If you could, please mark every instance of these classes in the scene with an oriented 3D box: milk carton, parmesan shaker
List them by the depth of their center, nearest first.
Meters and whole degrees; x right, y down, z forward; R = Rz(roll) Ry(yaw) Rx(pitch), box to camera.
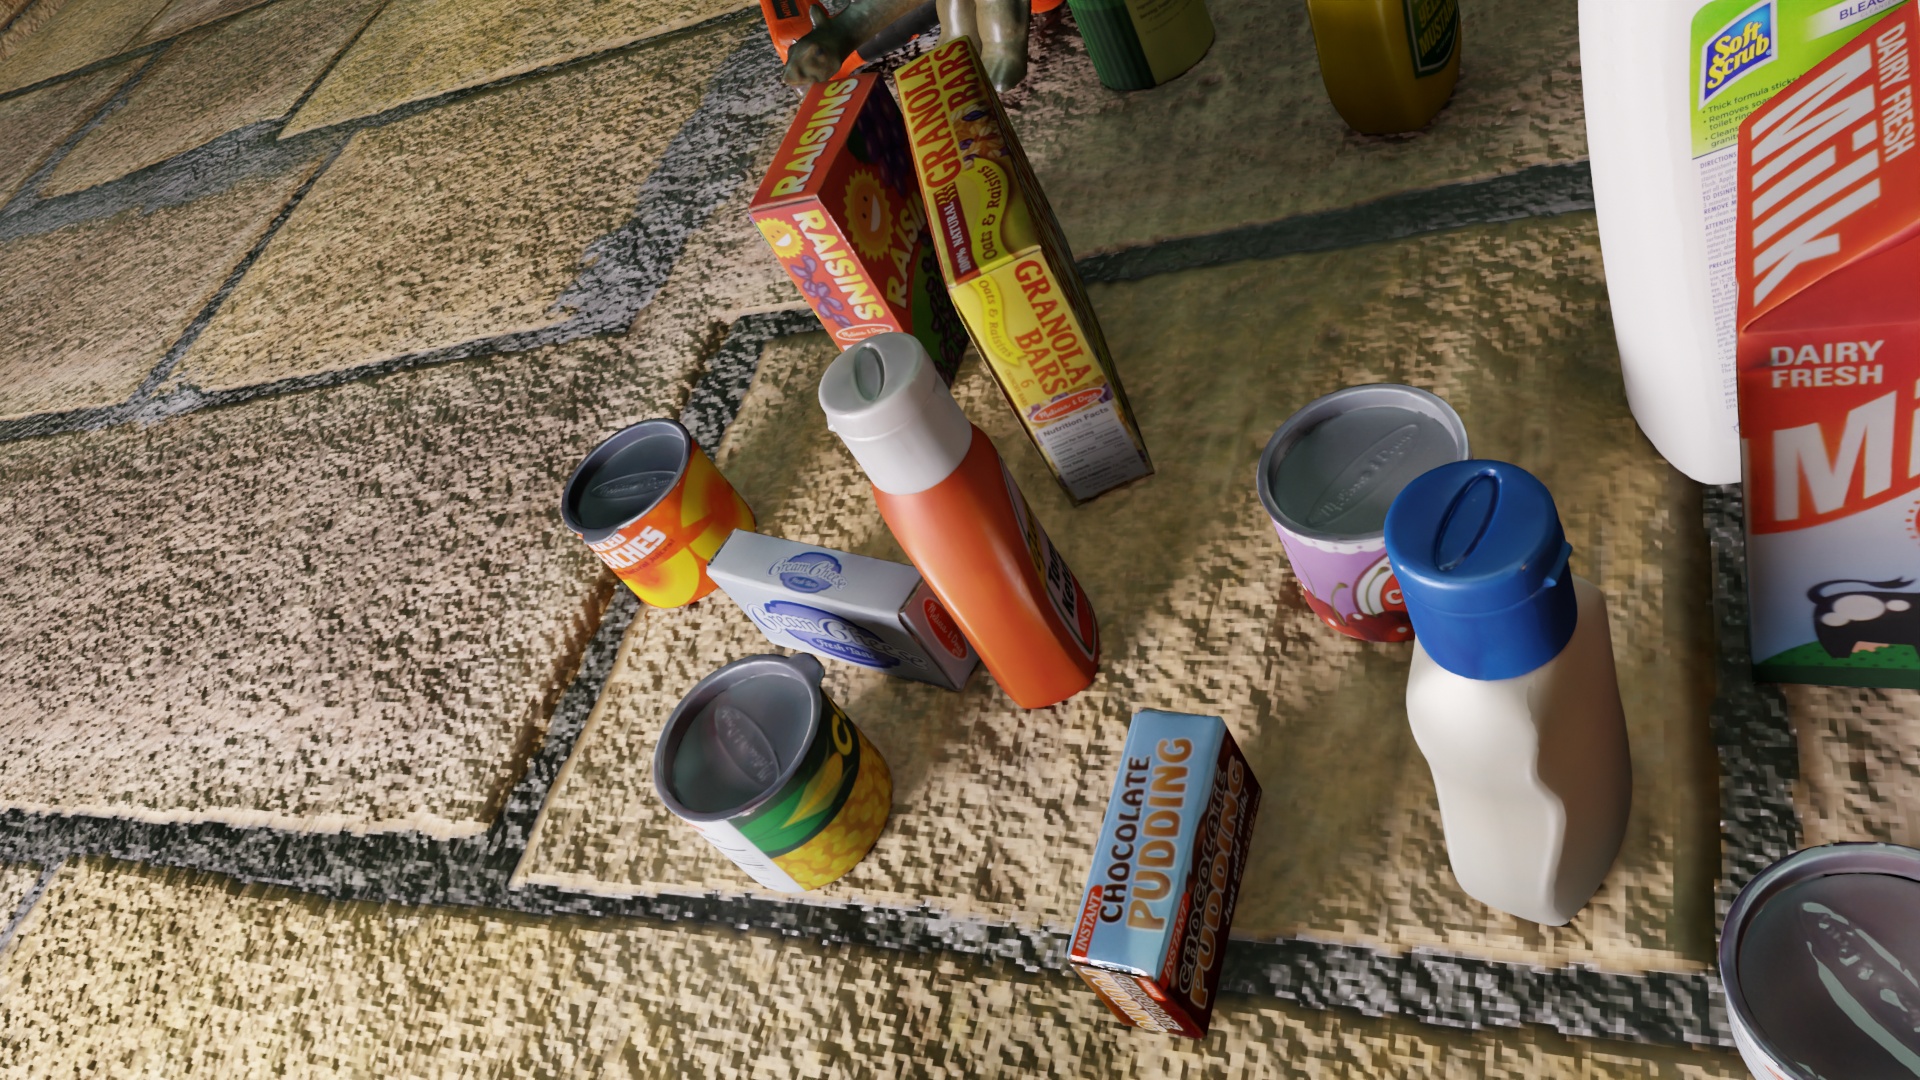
[{"bbox_3d":[0.230,-0.042,0.337,0.073,0.190,0.073,-1,52,30],"label":"milk carton"},{"bbox_3d":[0.081,-0.290,0.710,0.071,0.102,0.072,-17,46,18],"label":"parmesan shaker"}]

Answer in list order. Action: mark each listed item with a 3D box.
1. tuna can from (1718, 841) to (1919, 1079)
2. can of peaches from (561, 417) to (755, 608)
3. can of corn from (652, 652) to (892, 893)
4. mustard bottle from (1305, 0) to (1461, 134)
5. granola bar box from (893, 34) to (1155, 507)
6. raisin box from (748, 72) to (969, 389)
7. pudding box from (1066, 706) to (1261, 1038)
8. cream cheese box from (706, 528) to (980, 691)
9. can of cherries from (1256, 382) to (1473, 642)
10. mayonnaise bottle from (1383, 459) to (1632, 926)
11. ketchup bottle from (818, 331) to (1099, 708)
[{"bbox_3d":[0.219,0.106,0.326,0.071,0.032,0.071,-16,46,18],"label":"tuna can"},{"bbox_3d":[-0.135,-0.010,0.620,0.071,0.058,0.071,-16,46,18],"label":"can of peaches"},{"bbox_3d":[-0.064,0.082,0.496,0.071,0.058,0.071,-16,46,18],"label":"can of corn"},{"bbox_3d":[0.170,-0.247,0.578,0.049,0.159,0.065,14,61,38],"label":"mustard bottle"},{"bbox_3d":[0.023,-0.112,0.570,0.039,0.123,0.166,-24,44,11],"label":"granola bar box"},{"bbox_3d":[-0.037,-0.133,0.625,0.040,0.123,0.086,-2,52,30],"label":"raisin box"},{"bbox_3d":[0.062,0.098,0.414,0.030,0.049,0.084,0,53,31],"label":"pudding box"},{"bbox_3d":[-0.046,0.026,0.539,0.104,0.053,0.024,11,59,37],"label":"cream cheese box"},{"bbox_3d":[0.139,-0.007,0.456,0.071,0.058,0.072,-16,46,18],"label":"can of cherries"},{"bbox_3d":[0.139,0.039,0.349,0.041,0.147,0.065,15,61,39],"label":"mayonnaise bottle"},{"bbox_3d":[0.002,-0.006,0.470,0.043,0.148,0.065,-24,44,11],"label":"ketchup bottle"}]
